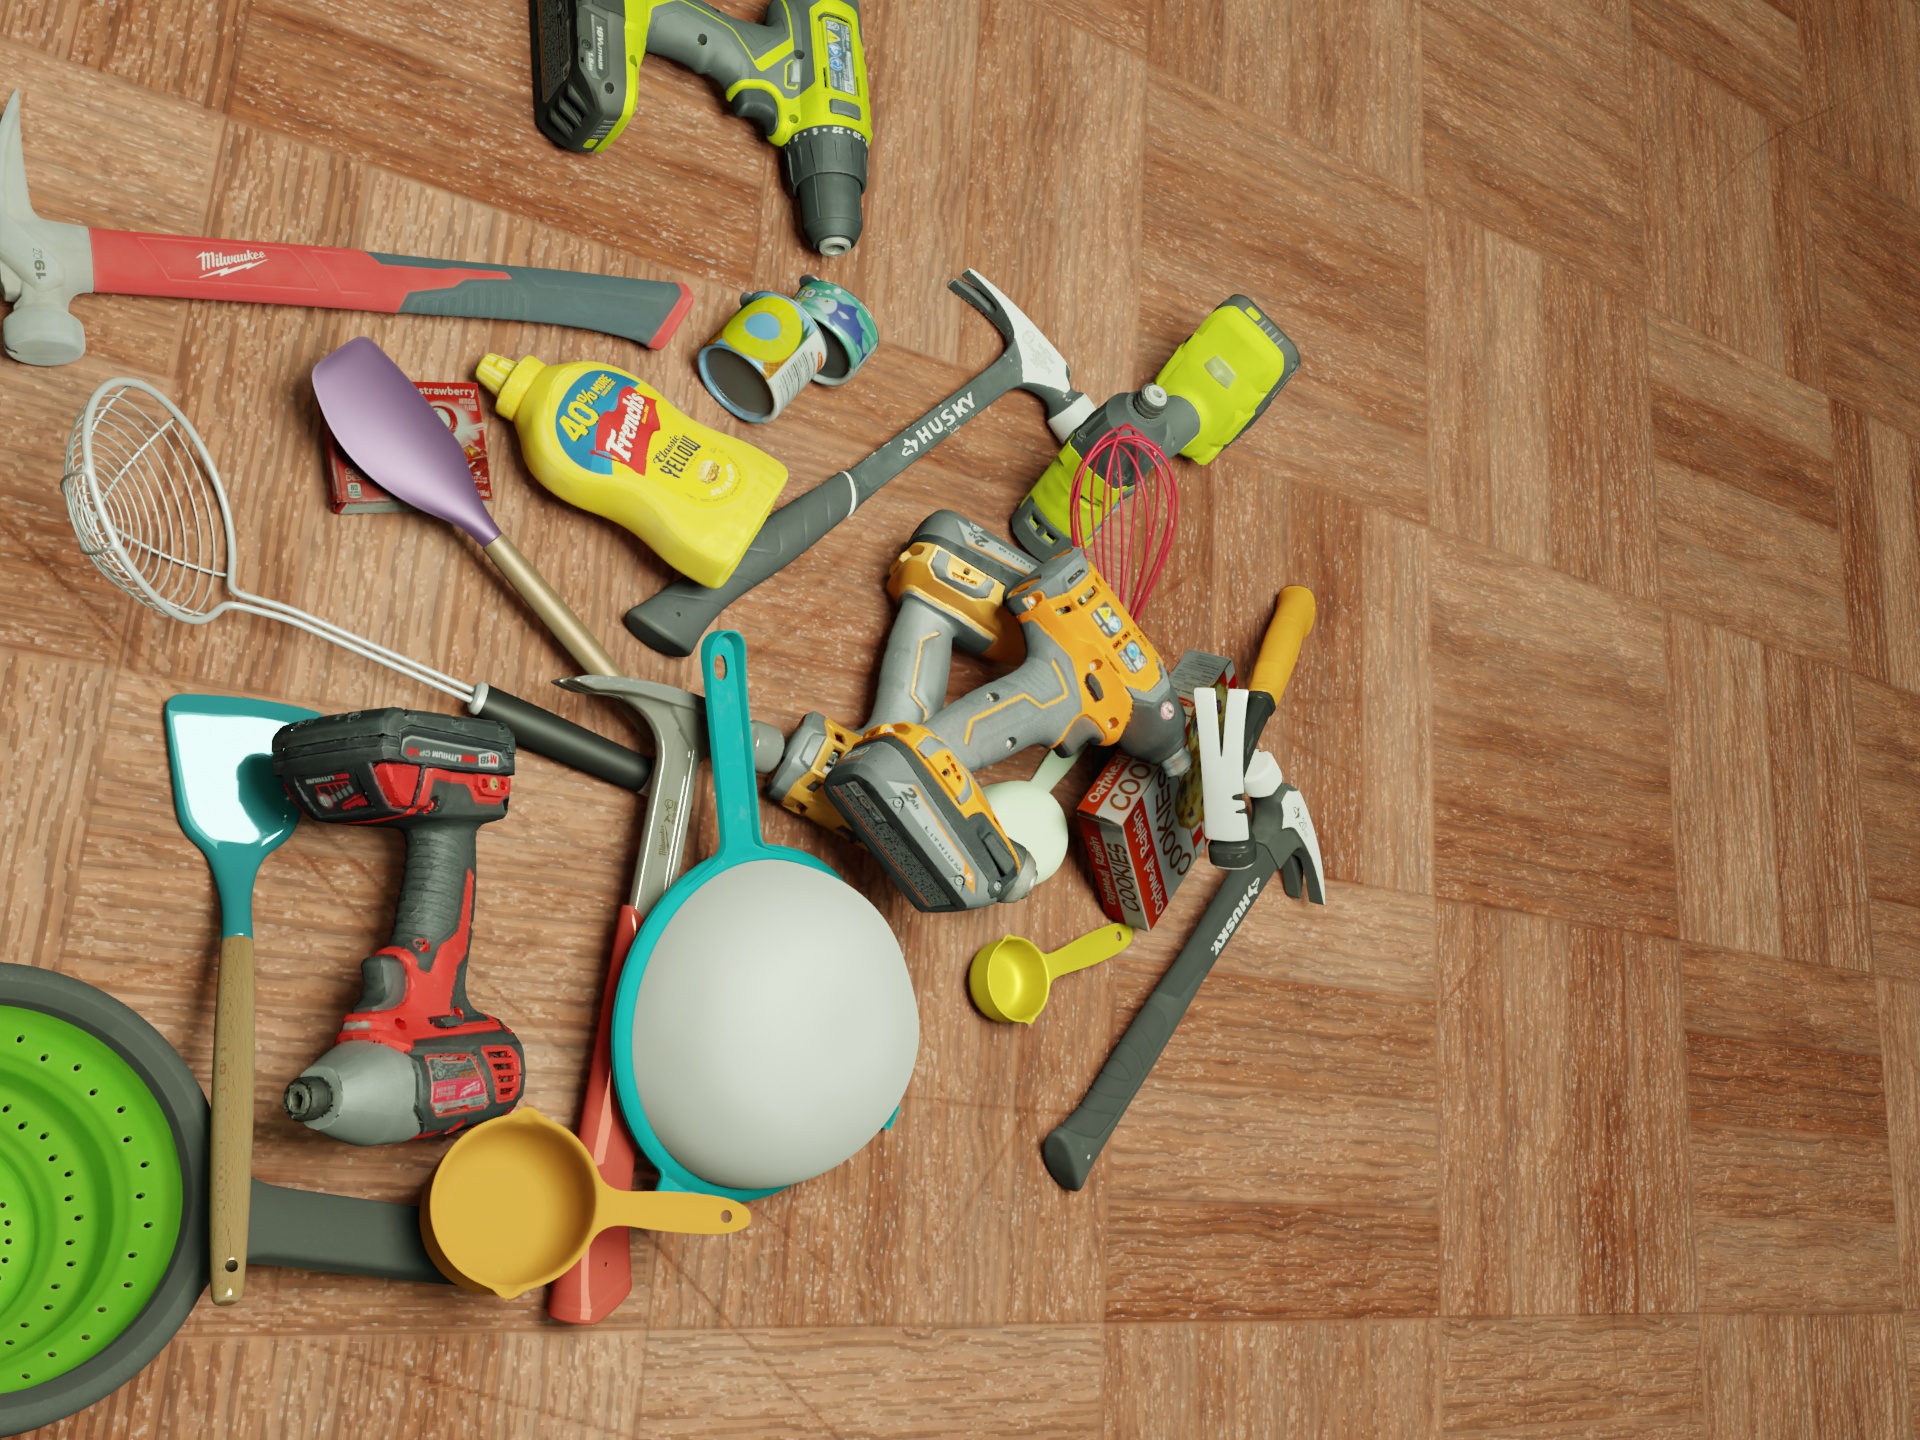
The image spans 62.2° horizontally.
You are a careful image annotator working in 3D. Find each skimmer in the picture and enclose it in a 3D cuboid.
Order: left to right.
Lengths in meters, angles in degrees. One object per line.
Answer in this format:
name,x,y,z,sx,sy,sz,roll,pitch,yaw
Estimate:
skimmer,-0.309,-0.056,0.878,0.363,0.090,0.127,28,31,-28

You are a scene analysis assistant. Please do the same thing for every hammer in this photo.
hammer,-0.344,-0.272,0.935,0.386,0.038,0.143,-5,81,-33
hammer,-0.196,0.157,0.915,0.149,0.037,0.359,18,75,-39
hammer,-0.068,-0.170,1.090,0.409,0.036,0.149,-42,101,-32
hammer,0.162,0.190,1.143,0.335,0.035,0.146,-53,130,-23
hammer,0.220,-0.030,1.152,0.337,0.034,0.127,-54,141,-57

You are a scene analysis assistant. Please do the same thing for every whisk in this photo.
whisk,0.107,-0.062,1.087,0.073,0.073,0.295,-26,130,-34

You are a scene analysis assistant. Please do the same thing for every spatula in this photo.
spatula,-0.361,0.128,0.793,0.082,0.044,0.318,10,49,-34
spatula,-0.258,-0.084,0.931,0.315,0.018,0.060,52,54,-19

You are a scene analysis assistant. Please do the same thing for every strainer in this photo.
strainer,-0.097,0.116,0.920,0.211,0.095,0.340,-12,99,-47

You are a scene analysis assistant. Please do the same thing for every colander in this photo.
colander,-0.395,0.247,0.764,0.396,0.094,0.205,29,41,-44

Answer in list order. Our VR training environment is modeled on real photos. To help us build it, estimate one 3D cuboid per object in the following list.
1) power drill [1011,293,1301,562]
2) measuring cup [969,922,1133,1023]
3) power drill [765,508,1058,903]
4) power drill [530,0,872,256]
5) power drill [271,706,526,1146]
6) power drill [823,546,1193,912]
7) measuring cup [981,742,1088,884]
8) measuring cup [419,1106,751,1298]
power drill,0.147,-0.217,1.158,0.080,0.171,0.223,46,53,4
measuring cup,0.065,0.169,1.113,0.156,0.029,0.062,-13,87,-46
power drill,-0.002,-0.003,1.054,0.185,0.084,0.226,30,67,-9
power drill,-0.161,-0.418,1.061,0.228,0.080,0.191,1,79,-35
power drill,-0.295,0.109,0.832,0.143,0.078,0.220,13,70,-66
power drill,0.044,0.018,0.988,0.226,0.084,0.164,-43,102,-27
measuring cup,0.064,0.047,1.124,0.083,0.038,0.168,46,62,-16
measuring cup,-0.201,0.264,0.851,0.173,0.052,0.095,14,60,-27
